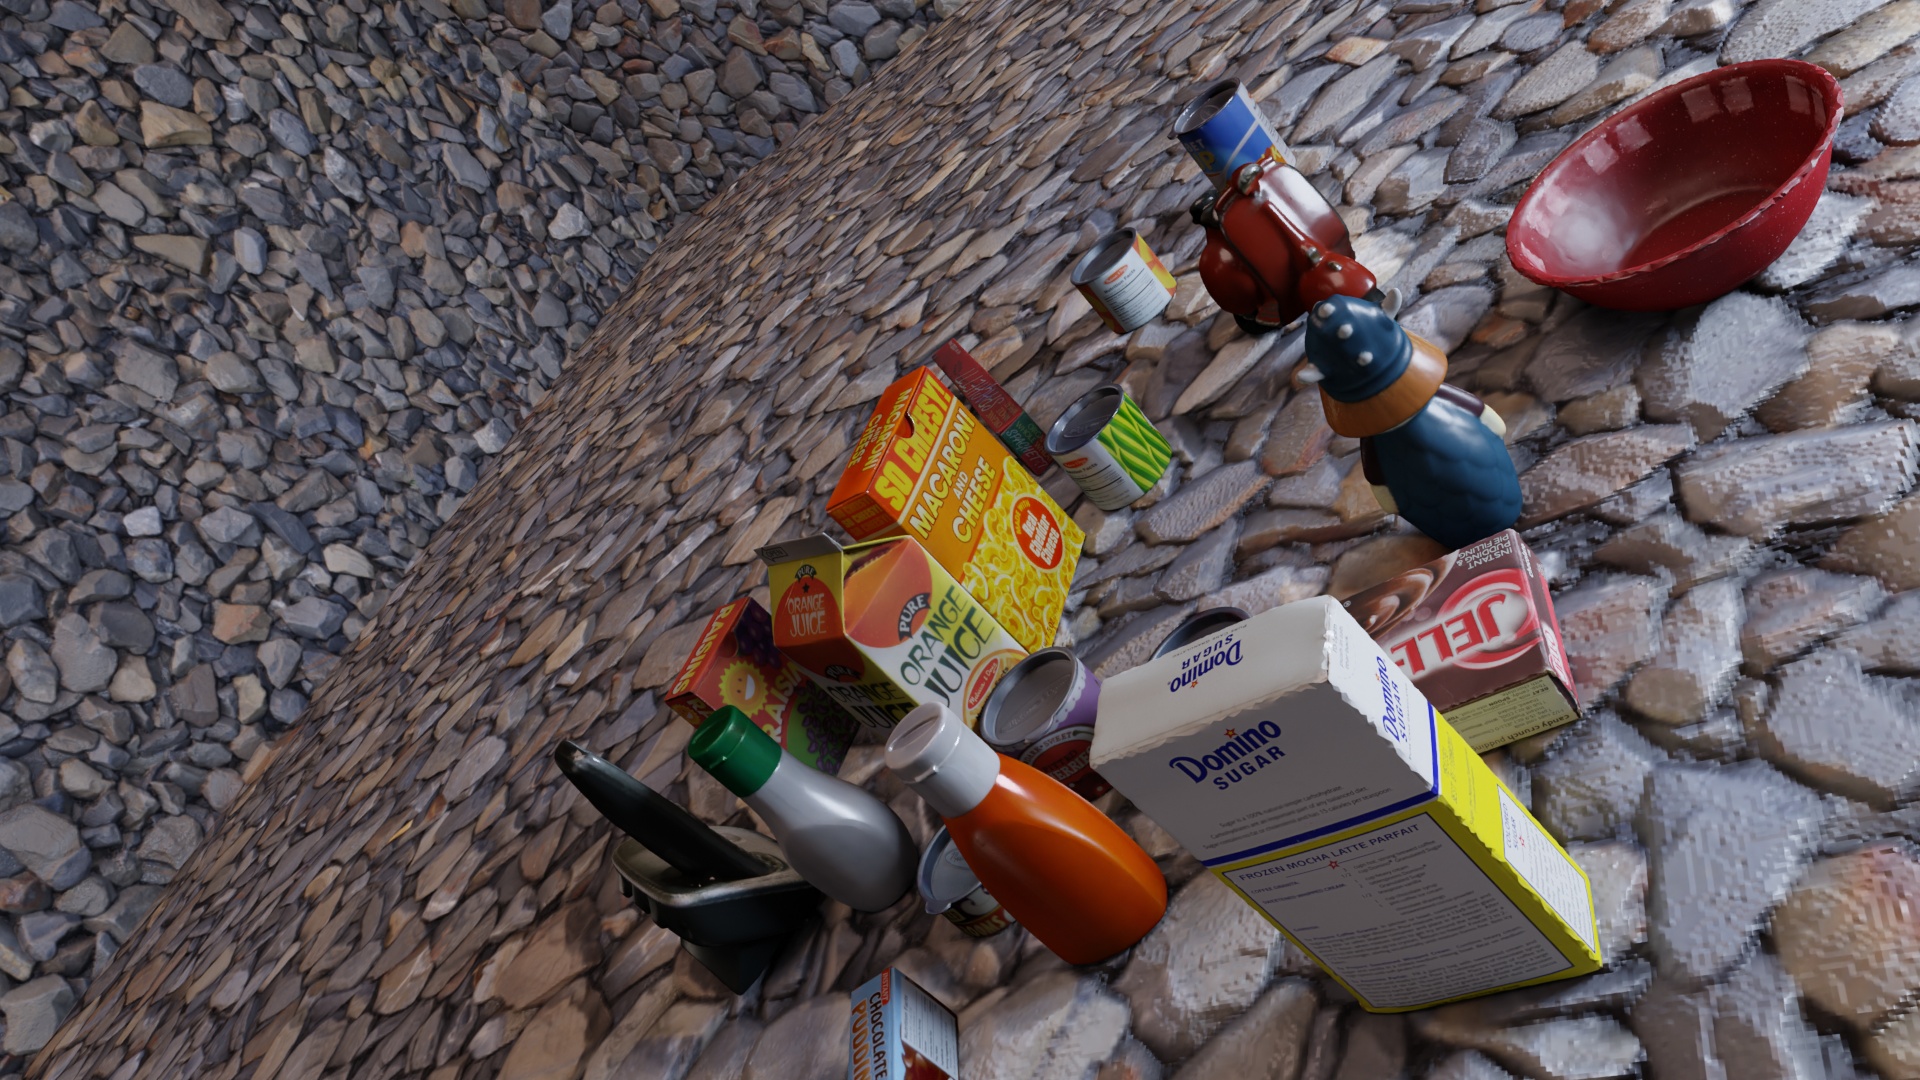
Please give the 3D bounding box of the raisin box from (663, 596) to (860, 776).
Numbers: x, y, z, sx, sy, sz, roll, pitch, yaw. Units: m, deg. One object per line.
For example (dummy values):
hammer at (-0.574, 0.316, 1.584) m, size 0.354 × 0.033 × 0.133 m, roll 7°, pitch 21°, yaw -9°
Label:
raisin box at (-0.129, 0.110, 0.938) m, size 0.040 × 0.123 × 0.086 m, roll -21°, pitch 33°, yaw 43°

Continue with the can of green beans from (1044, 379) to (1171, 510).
can of green beans at (0.100, -0.063, 0.939) m, size 0.071 × 0.057 × 0.071 m, roll -35°, pitch 25°, yaw 20°

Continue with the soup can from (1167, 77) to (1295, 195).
soup can at (0.221, -0.322, 1.135) m, size 0.071 × 0.083 × 0.072 m, roll -35°, pitch 25°, yaw 20°

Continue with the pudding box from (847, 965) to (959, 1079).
pudding box at (-0.026, 0.247, 0.647) m, size 0.030 × 0.049 × 0.084 m, roll -37°, pitch 25°, yaw 17°

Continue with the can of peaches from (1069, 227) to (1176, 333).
can of peaches at (0.132, -0.212, 1.128) m, size 0.071 × 0.058 × 0.071 m, roll -35°, pitch 25°, yaw 20°

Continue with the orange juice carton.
orange juice carton at (-0.031, 0.062, 0.776) m, size 0.071 × 0.192 × 0.073 m, roll -12°, pitch 40°, yaw 51°

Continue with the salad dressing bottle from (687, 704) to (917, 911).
salad dressing bottle at (-0.088, 0.150, 0.779) m, size 0.064 × 0.147 × 0.044 m, roll -35°, pitch 26°, yaw 21°

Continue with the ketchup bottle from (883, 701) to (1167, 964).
ketchup bottle at (0.027, 0.132, 0.627) m, size 0.064 × 0.148 × 0.044 m, roll -35°, pitch 25°, yaw 20°

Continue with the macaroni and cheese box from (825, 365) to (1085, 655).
macaroni and cheese box at (0.003, -0.011, 0.873) m, size 0.040 × 0.166 × 0.124 m, roll -25°, pitch 30°, yaw 37°

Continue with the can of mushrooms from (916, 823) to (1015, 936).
can of mushrooms at (0.011, 0.173, 0.728) m, size 0.071 × 0.033 × 0.071 m, roll -35°, pitch 26°, yaw 20°

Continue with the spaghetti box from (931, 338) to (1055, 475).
spaghetti box at (0.026, -0.115, 1.149) m, size 0.028 × 0.050 × 0.251 m, roll -42°, pitch 24°, yaw 5°

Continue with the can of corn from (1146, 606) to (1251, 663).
can of corn at (0.128, 0.077, 0.669) m, size 0.071 × 0.058 × 0.071 m, roll -35°, pitch 25°, yaw 20°

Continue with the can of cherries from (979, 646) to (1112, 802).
can of cherries at (0.054, 0.102, 0.745) m, size 0.071 × 0.058 × 0.072 m, roll -35°, pitch 25°, yaw 20°
